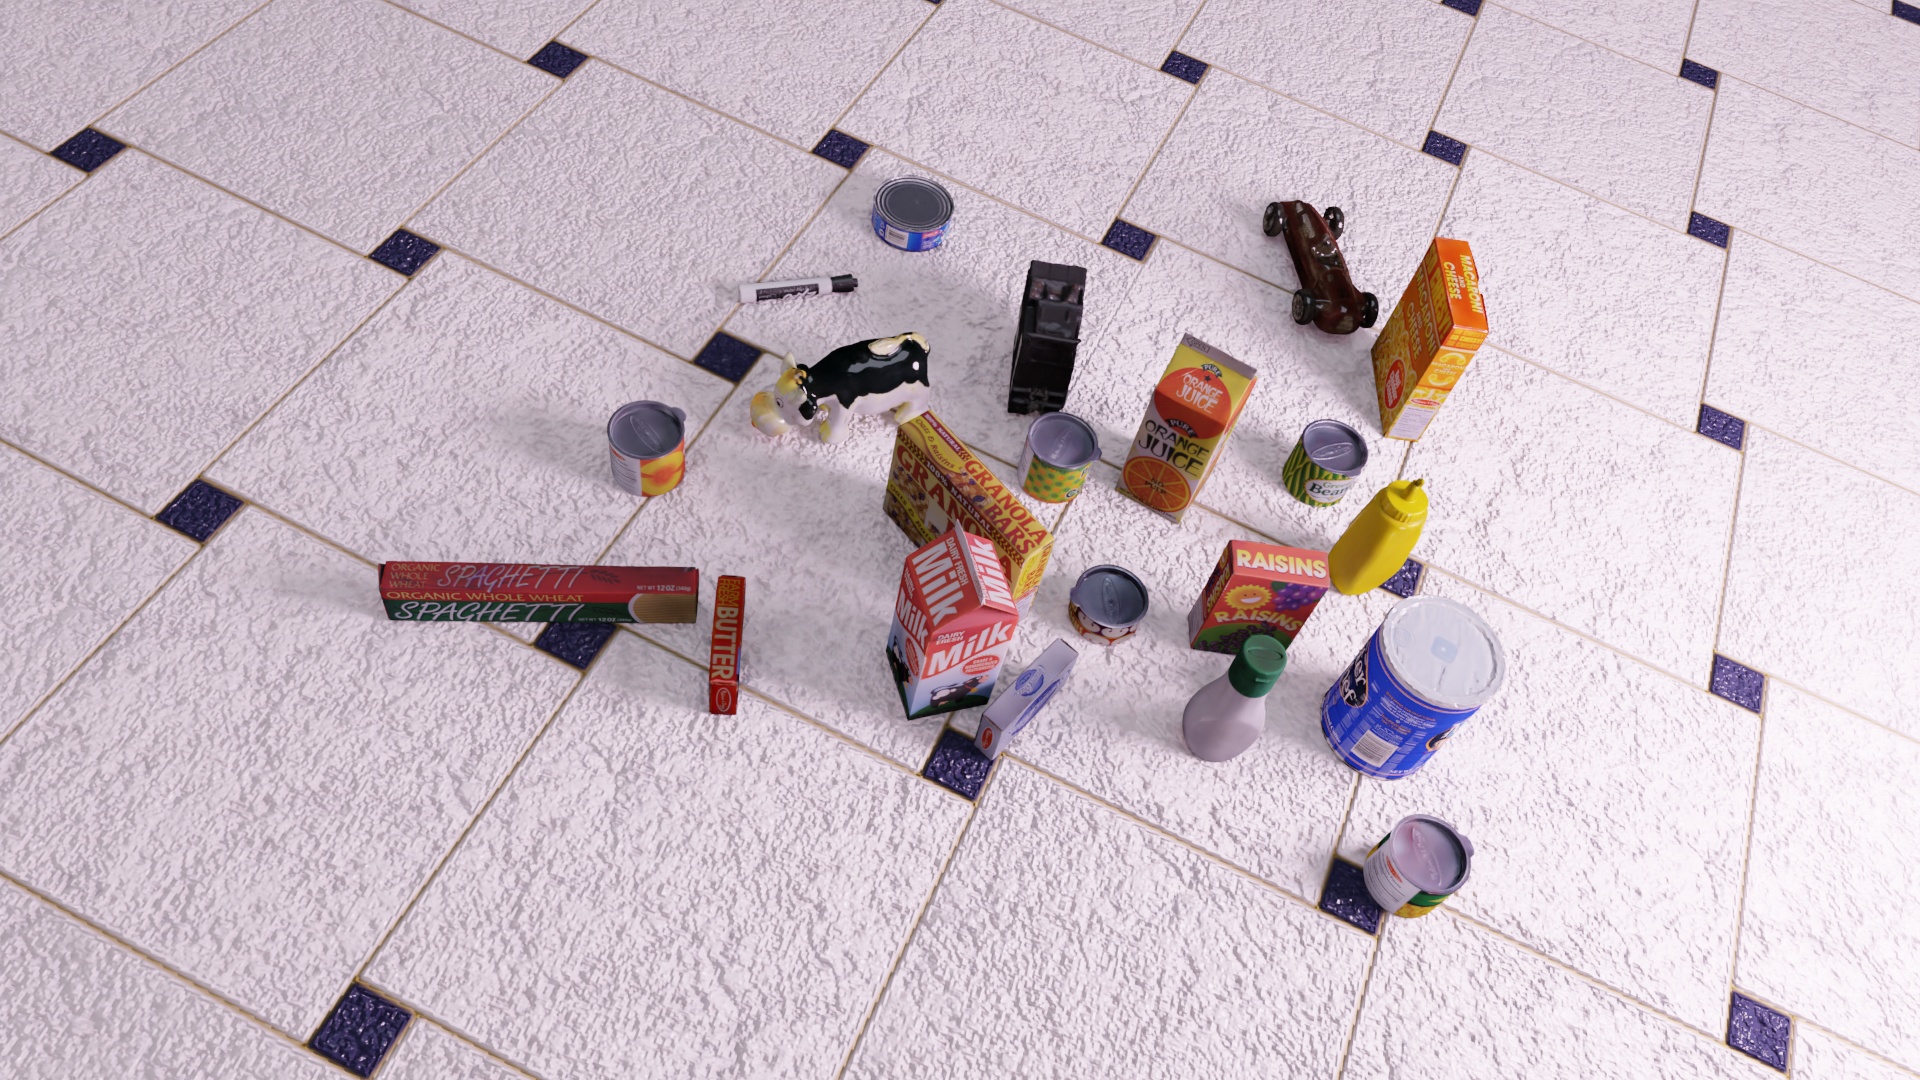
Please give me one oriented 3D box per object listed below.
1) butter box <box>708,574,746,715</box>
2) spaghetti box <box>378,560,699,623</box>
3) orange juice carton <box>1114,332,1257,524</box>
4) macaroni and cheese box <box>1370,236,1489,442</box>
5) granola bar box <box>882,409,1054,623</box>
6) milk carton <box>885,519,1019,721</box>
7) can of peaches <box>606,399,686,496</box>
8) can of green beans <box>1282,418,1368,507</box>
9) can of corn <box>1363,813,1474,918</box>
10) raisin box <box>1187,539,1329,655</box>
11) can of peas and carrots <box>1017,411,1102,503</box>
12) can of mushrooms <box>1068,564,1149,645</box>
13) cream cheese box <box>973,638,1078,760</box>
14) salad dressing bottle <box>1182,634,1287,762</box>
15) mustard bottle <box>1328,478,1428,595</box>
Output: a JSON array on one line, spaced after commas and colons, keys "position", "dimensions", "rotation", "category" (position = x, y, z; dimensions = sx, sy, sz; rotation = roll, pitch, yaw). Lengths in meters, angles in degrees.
[{"position": [-0.190, 0.085, 1.131], "dimensions": [0.024, 0.052, 0.104], "rotation": [4, 55, -8], "category": "butter box"}, {"position": [-0.341, 0.043, 1.134], "dimensions": [0.250, 0.050, 0.029], "rotation": [1, 55, -10], "category": "spaghetti box"}, {"position": [0.207, -0.107, 1.253], "dimensions": [0.072, 0.191, 0.073], "rotation": [30, 56, 11], "category": "orange juice carton"}, {"position": [0.463, -0.198, 1.380], "dimensions": [0.040, 0.165, 0.124], "rotation": [8, 55, -5], "category": "macaroni and cheese box"}, {"position": [0.004, -0.015, 1.193], "dimensions": [0.039, 0.123, 0.166], "rotation": [-31, 66, -27], "category": "granola bar box"}, {"position": [-0.006, 0.064, 1.095], "dimensions": [0.073, 0.189, 0.072], "rotation": [-10, 58, -17], "category": "milk carton"}, {"position": [-0.275, -0.082, 1.228], "dimensions": [0.071, 0.057, 0.071], "rotation": [5, 55, -7], "category": "can of peaches"}, {"position": [0.351, -0.074, 1.339], "dimensions": [0.071, 0.057, 0.071], "rotation": [5, 55, -7], "category": "can of green beans"}, {"position": [0.365, 0.260, 1.108], "dimensions": [0.071, 0.058, 0.071], "rotation": [5, 55, -7], "category": "can of corn"}, {"position": [0.254, 0.052, 1.193], "dimensions": [0.086, 0.122, 0.040], "rotation": [8, 55, -5], "category": "raisin box"}, {"position": [0.092, -0.076, 1.291], "dimensions": [0.071, 0.058, 0.071], "rotation": [5, 55, -7], "category": "can of peas and carrots"}, {"position": [0.127, 0.057, 1.221], "dimensions": [0.071, 0.033, 0.071], "rotation": [5, 55, -7], "category": "can of mushrooms"}, {"position": [0.053, 0.130, 1.144], "dimensions": [0.024, 0.053, 0.104], "rotation": [38, 58, 16], "category": "cream cheese box"}, {"position": [0.222, 0.128, 1.119], "dimensions": [0.064, 0.146, 0.044], "rotation": [10, 55, -3], "category": "salad dressing bottle"}, {"position": [0.379, -0.011, 1.237], "dimensions": [0.065, 0.159, 0.049], "rotation": [-18, 61, -21], "category": "mustard bottle"}]
